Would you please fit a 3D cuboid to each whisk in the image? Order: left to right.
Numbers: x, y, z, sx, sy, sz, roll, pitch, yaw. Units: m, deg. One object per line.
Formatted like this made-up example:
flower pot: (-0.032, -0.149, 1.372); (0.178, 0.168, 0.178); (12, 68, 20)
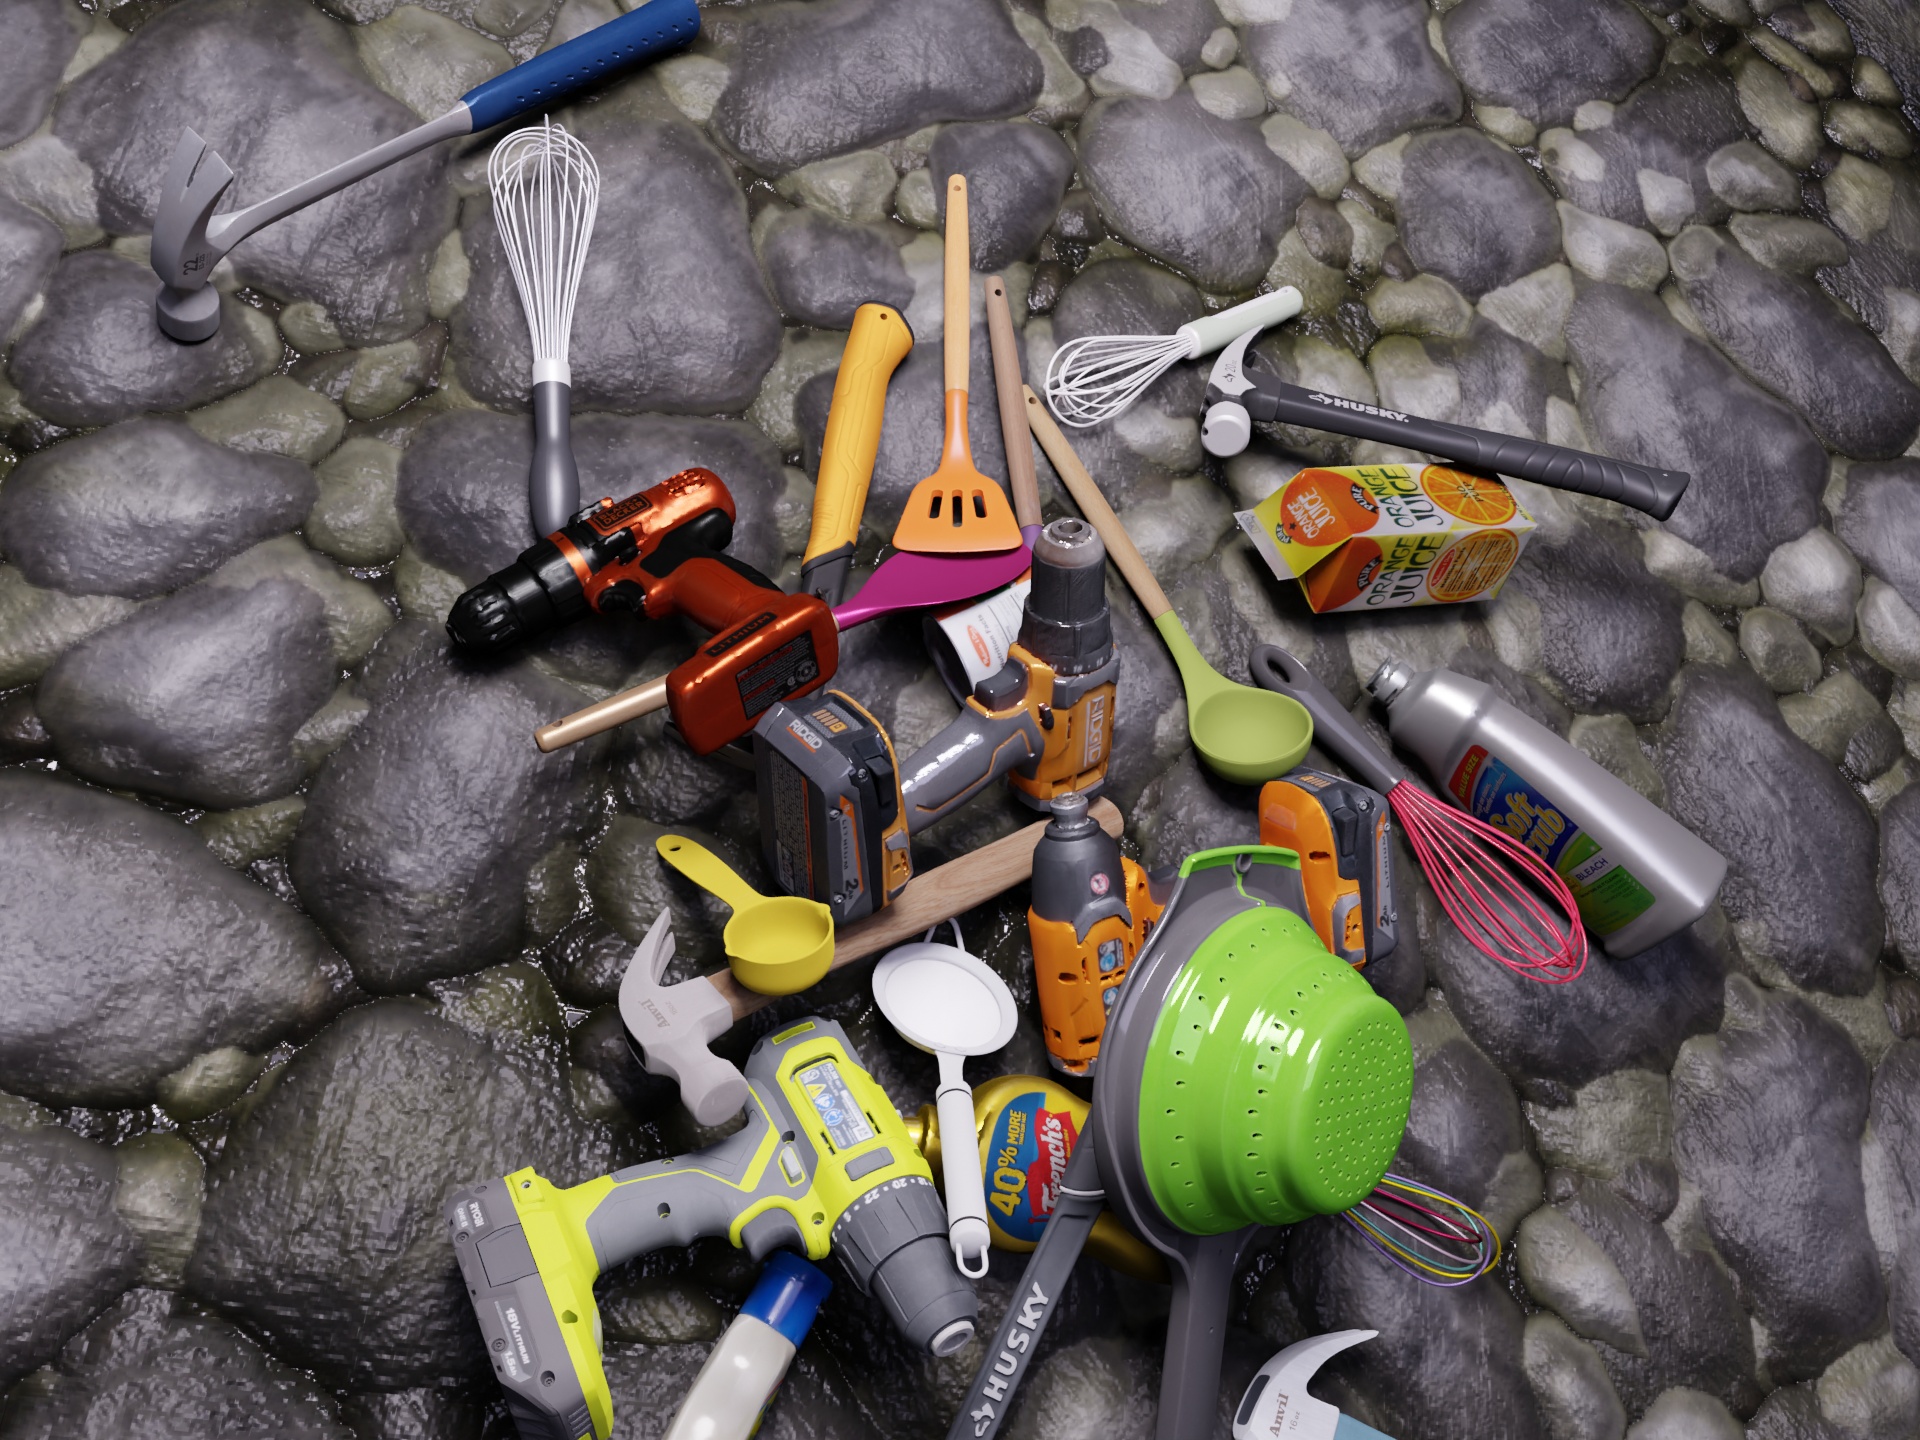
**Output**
whisk: (-0.252, -0.240, 0.979); (0.070, 0.070, 0.285); (0, 76, -18)
whisk: (0.155, -0.266, 1.124); (0.246, 0.058, 0.059); (-27, 112, -29)
whisk: (0.214, 0.264, 0.948); (0.245, 0.047, 0.051); (29, 56, -2)
whisk: (0.299, 0.057, 1.047); (0.073, 0.073, 0.296); (-39, 80, -26)

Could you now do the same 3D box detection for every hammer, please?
hammer: (-0.312, -0.369, 0.977); (0.035, 0.144, 0.405); (47, 57, -1)
hammer: (-0.087, -0.123, 0.998); (0.127, 0.034, 0.337); (16, 66, -13)
hammer: (-0.040, 0.111, 0.904); (0.331, 0.031, 0.130); (-22, 41, -32)
hammer: (0.054, 0.262, 0.841); (0.149, 0.036, 0.409); (28, 80, -9)
hammer: (0.332, -0.195, 1.091); (0.335, 0.035, 0.146); (14, 40, 2)
hammer: (0.308, 0.454, 0.913); (0.331, 0.033, 0.128); (26, 66, -8)

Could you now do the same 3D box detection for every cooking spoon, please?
cooking spoon: (-0.097, -0.048, 0.929); (0.319, 0.017, 0.069); (-24, 43, -21)

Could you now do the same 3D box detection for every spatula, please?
spatula: (-0.002, -0.242, 1.059); (0.081, 0.041, 0.323); (0, 66, 1)
spatula: (0.041, -0.150, 1.052); (0.059, 0.018, 0.316); (-4, 75, -14)

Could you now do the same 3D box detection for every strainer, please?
strainer: (-0.006, 0.197, 0.847); (0.087, 0.050, 0.259); (14, 26, -12)

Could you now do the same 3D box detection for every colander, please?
colander: (0.159, 0.268, 0.822); (0.204, 0.094, 0.397); (3, 95, -45)

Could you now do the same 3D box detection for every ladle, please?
ladle: (0.124, -0.096, 1.045); (0.078, 0.062, 0.320); (-26, 78, -22)

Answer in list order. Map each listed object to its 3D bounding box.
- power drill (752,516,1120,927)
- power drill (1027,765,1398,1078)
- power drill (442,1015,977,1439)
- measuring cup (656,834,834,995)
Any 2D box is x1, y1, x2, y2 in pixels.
power drill: (-0.001, -0.003, 0.887); (0.226, 0.185, 0.084); (-25, 44, -30)
power drill: (0.143, 0.099, 0.935); (0.226, 0.084, 0.164); (-16, 107, -22)
power drill: (-0.119, 0.263, 0.786); (0.228, 0.080, 0.191); (-19, 46, -21)
measuring cup: (-0.123, 0.103, 0.865); (0.062, 0.157, 0.029); (-23, 123, -31)
